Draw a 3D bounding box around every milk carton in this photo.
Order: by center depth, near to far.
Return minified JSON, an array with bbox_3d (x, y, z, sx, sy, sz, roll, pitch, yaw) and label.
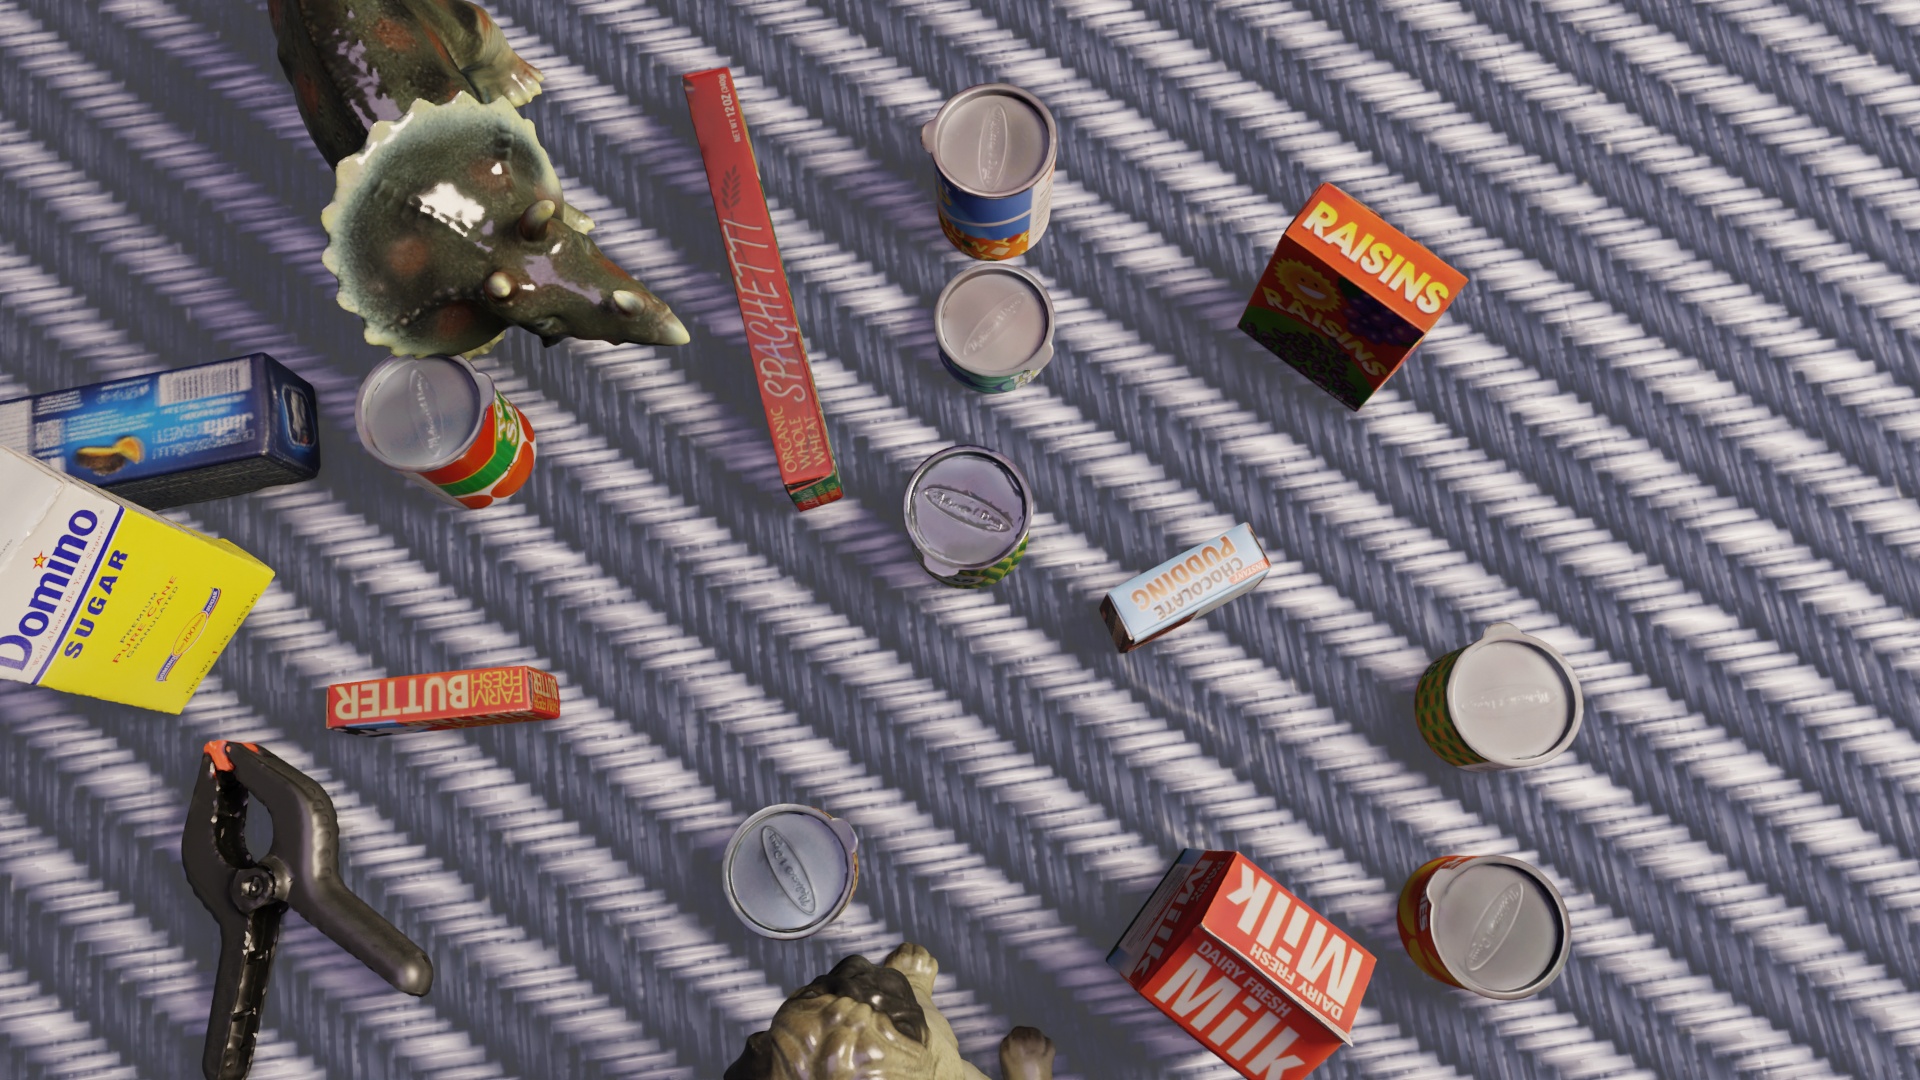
[{"bbox_3d":[0.121,0.187,0.615,0.072,0.190,0.073,37,81,8],"label":"milk carton"}]

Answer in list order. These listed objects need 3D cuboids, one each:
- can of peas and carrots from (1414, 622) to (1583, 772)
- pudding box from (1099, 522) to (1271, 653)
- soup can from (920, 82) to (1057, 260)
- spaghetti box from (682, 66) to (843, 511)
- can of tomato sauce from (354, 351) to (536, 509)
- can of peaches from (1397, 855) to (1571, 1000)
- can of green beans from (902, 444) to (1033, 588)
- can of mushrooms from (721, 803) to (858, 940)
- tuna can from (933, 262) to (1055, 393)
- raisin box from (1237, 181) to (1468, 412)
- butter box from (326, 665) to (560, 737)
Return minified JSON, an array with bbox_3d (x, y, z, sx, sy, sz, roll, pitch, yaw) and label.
[{"bbox_3d":[0.270,0.081,0.705,0.071,0.058,0.071,0,77,1],"label":"can of peas and carrots"},{"bbox_3d":[0.116,0.026,0.725,0.084,0.049,0.030,-27,78,-5],"label":"pudding box"},{"bbox_3d":[0.016,-0.200,0.761,0.071,0.083,0.071,0,77,1],"label":"soup can"},{"bbox_3d":[-0.109,-0.139,0.766,0.029,0.050,0.250,-15,77,-2],"label":"spaghetti box"},{"bbox_3d":[-0.267,-0.058,0.733,0.071,0.083,0.071,0,77,1],"label":"can of tomato sauce"},{"bbox_3d":[0.253,0.186,0.681,0.071,0.058,0.071,0,77,1],"label":"can of peaches"},{"bbox_3d":[0.004,-0.011,0.731,0.071,0.057,0.071,0,77,1],"label":"can of green beans"},{"bbox_3d":[-0.083,0.166,0.703,0.071,0.033,0.071,0,77,1],"label":"can of mushrooms"},{"bbox_3d":[0.021,-0.115,0.767,0.071,0.032,0.071,0,77,1],"label":"tuna can"},{"bbox_3d":[0.199,-0.123,0.720,0.086,0.123,0.040,38,81,9],"label":"raisin box"},{"bbox_3d":[-0.264,0.083,0.715,0.103,0.053,0.024,-6,77,0],"label":"butter box"}]
